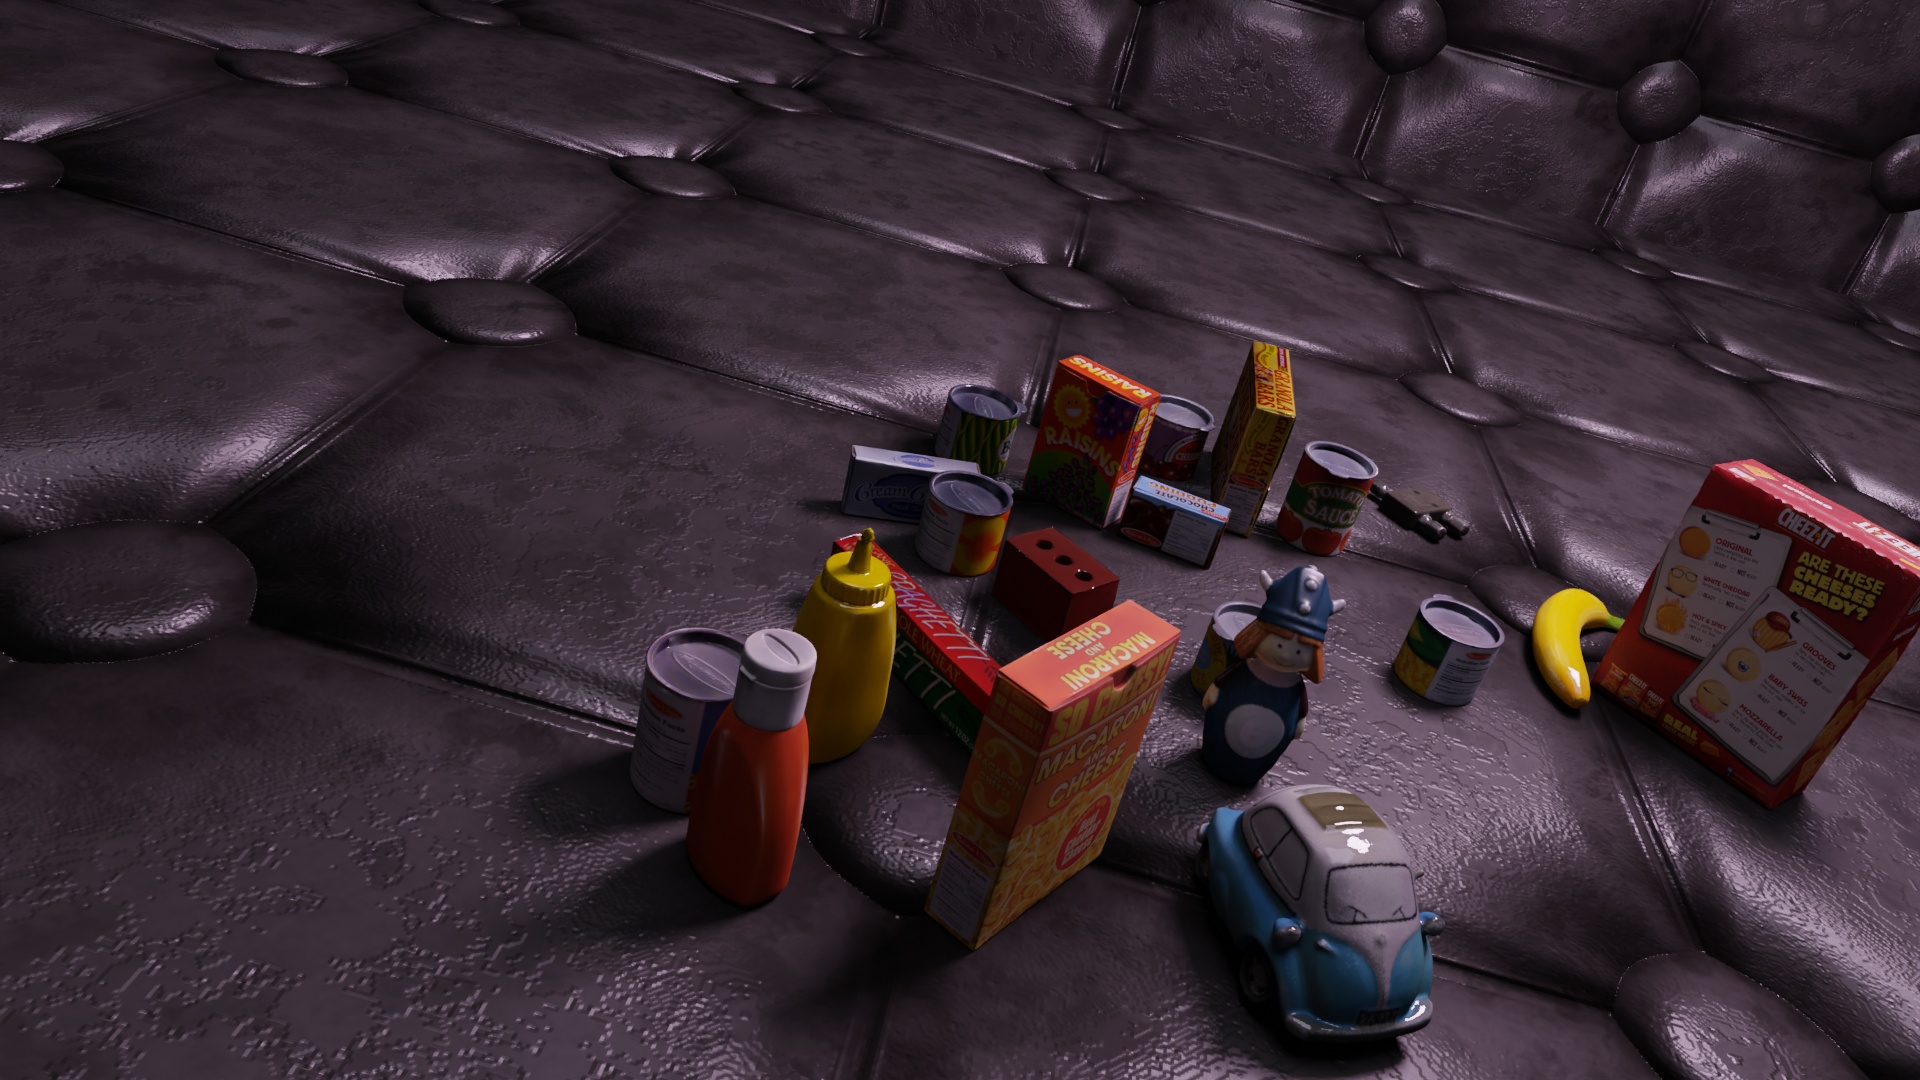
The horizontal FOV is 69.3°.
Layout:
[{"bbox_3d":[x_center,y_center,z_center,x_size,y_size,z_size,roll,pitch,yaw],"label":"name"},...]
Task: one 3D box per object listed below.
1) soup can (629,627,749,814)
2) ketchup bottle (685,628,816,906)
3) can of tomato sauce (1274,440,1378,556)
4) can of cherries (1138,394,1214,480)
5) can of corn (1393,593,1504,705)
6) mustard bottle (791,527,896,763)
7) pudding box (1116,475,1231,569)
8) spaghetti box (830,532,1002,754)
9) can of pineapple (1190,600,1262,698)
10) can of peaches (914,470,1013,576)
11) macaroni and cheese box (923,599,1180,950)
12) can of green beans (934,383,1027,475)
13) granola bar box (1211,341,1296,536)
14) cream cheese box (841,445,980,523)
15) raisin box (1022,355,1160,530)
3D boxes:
[{"bbox_3d":[-0.147,0.101,0.786,0.071,0.083,0.072,12,30,-7],"label":"soup can"},{"bbox_3d":[-0.105,0.115,0.715,0.044,0.148,0.065,-15,42,-42],"label":"ketchup bottle"},{"bbox_3d":[0.326,-0.036,1.240,0.071,0.082,0.071,12,30,-7],"label":"can of tomato sauce"},{"bbox_3d":[0.199,-0.096,1.308,0.071,0.058,0.072,12,30,-7],"label":"can of cherries"},{"bbox_3d":[0.379,0.085,1.084,0.071,0.058,0.071,12,30,-7],"label":"can of corn"},{"bbox_3d":[-0.069,0.057,0.820,0.065,0.159,0.049,-14,41,-41],"label":"mustard bottle"},{"bbox_3d":[0.180,-0.016,1.171,0.084,0.049,0.030,21,30,9],"label":"pudding box"},{"bbox_3d":[-0.014,0.081,0.916,0.029,0.050,0.251,-10,38,-38],"label":"spaghetti box"},{"bbox_3d":[0.204,0.085,1.002,0.071,0.057,0.071,12,30,-7],"label":"can of pineapple"},{"bbox_3d":[0.004,-0.014,1.077,0.071,0.057,0.071,12,30,-7],"label":"can of peaches"},{"bbox_3d":[0.051,0.126,0.753,0.040,0.165,0.124,33,34,28],"label":"macaroni and cheese box"},{"bbox_3d":[0.015,-0.098,1.225,0.071,0.057,0.071,12,30,-7],"label":"can of green beans"},{"bbox_3d":[0.267,-0.096,1.273,0.039,0.123,0.166,16,29,2],"label":"granola bar box"},{"bbox_3d":[-0.040,-0.042,1.108,0.104,0.053,0.024,8,30,-13],"label":"cream cheese box"},{"bbox_3d":[0.109,-0.084,1.179,0.086,0.122,0.040,31,33,25],"label":"raisin box"}]
